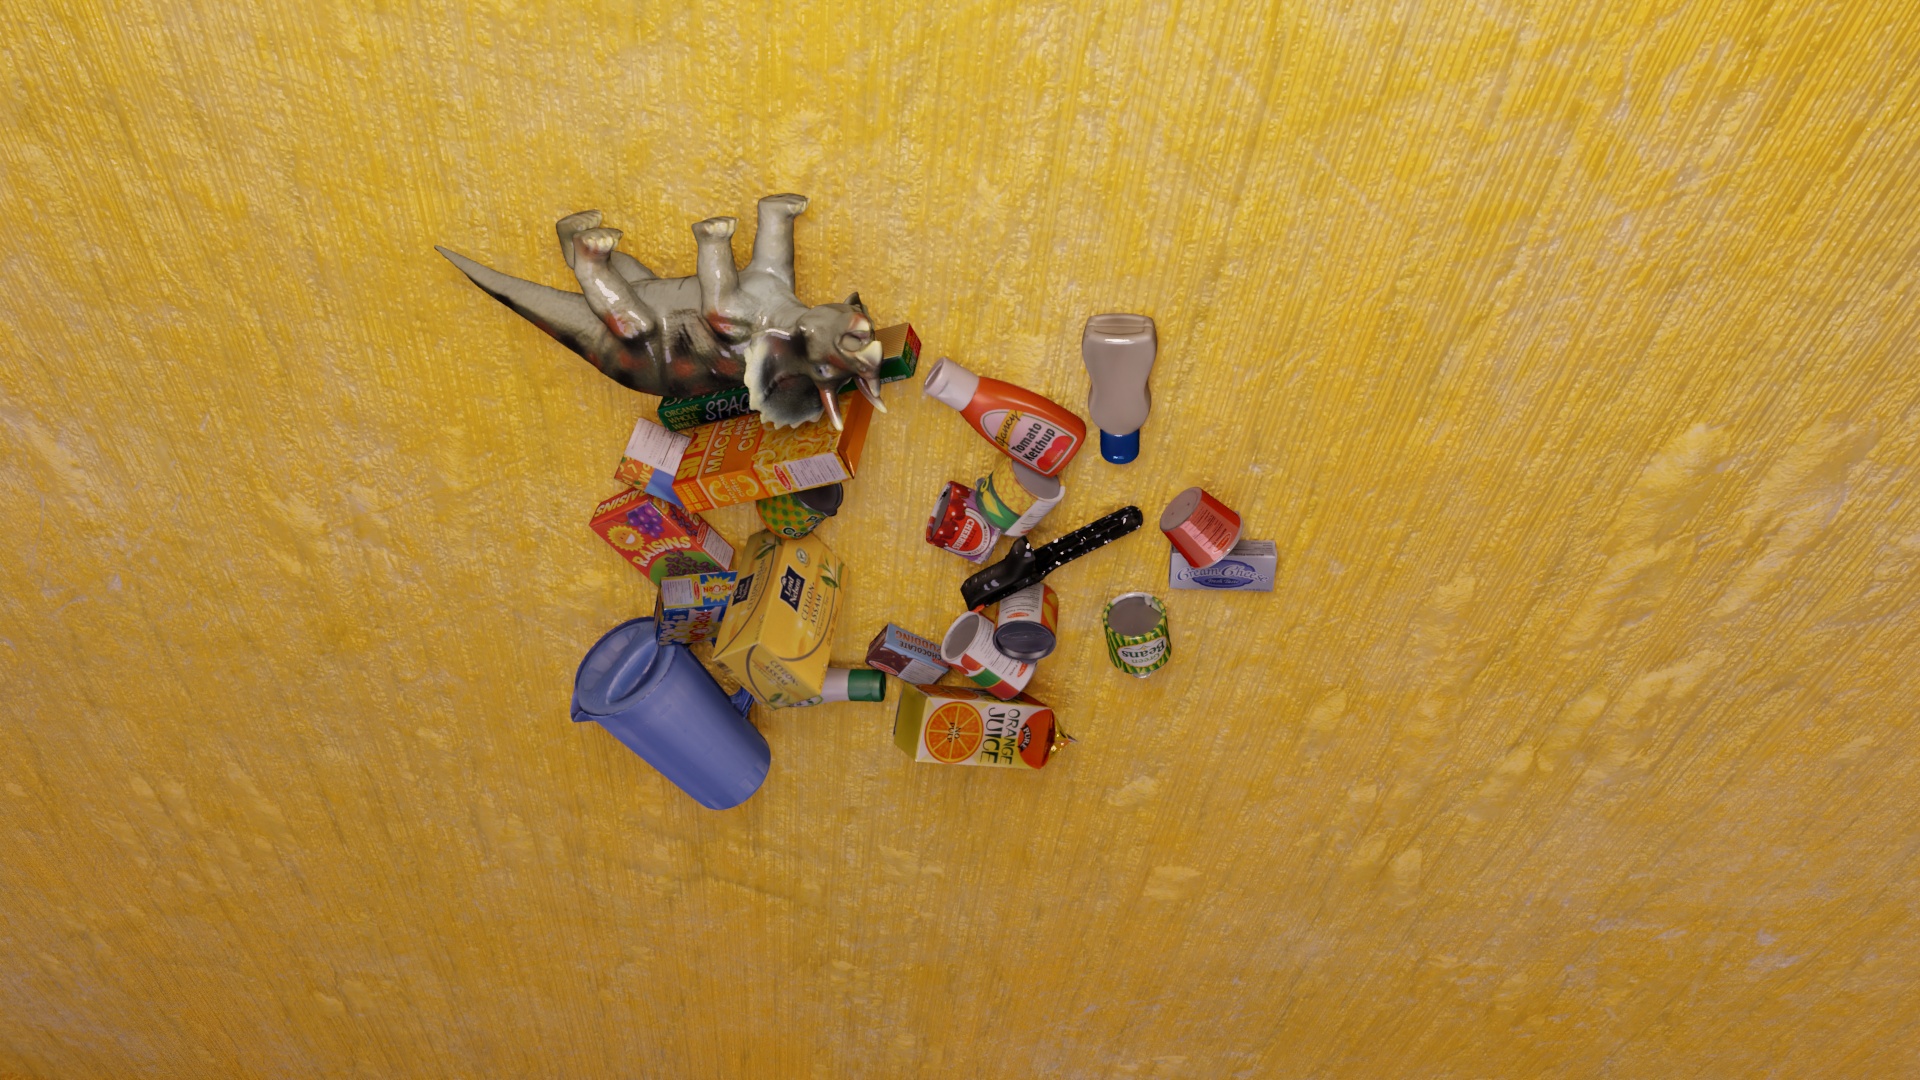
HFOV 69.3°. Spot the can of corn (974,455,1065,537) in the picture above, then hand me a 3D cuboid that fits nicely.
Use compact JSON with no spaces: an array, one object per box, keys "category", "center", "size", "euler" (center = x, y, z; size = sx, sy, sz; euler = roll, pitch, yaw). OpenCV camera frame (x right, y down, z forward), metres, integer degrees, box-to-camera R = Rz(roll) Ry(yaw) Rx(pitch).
[{"category":"can of corn","center":[0.055,-0.048,1.310],"size":[0.071,0.071,0.058],"euler":[27,133,-19]}]

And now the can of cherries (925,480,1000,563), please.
[{"category":"can of cherries","center":[0.005,-0.017,1.344],"size":[0.058,0.072,0.071],"euler":[22,135,-13]}]

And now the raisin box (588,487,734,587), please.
[{"category":"raisin box","center":[-0.307,-0.002,1.431],"size":[0.086,0.040,0.123],"euler":[-21,129,28]}]

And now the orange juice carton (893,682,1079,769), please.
[{"category":"orange juice carton","center":[0.032,0.206,1.533],"size":[0.193,0.072,0.073],"euler":[8,95,-24]}]

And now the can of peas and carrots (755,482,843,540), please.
[{"category":"can of peas and carrots","center":[-0.155,-0.040,1.346],"size":[0.071,0.071,0.058],"euler":[32,133,-23]}]

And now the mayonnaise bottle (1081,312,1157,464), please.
[{"category":"mayonnaise bottle","center":[0.140,-0.132,1.226],"size":[0.065,0.041,0.147],"euler":[2,137,9]}]

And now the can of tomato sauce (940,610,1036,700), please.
[{"category":"can of tomato sauce","center":[0.029,0.123,1.491],"size":[0.083,0.071,0.071],"euler":[36,130,-25]}]

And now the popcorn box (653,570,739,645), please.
[{"category":"popcorn box","center":[-0.275,0.072,1.457],"size":[0.085,0.038,0.126],"euler":[-4,161,-17]}]

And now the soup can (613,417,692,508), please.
[{"category":"soup can","center":[-0.282,-0.072,1.335],"size":[0.084,0.072,0.071],"euler":[23,135,-14]}]

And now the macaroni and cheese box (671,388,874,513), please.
[{"category":"macaroni and cheese box","center":[-0.167,-0.093,1.253],"size":[0.166,0.124,0.040],"euler":[-11,130,19]}]

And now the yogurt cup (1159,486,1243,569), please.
[{"category":"yogurt cup","center":[0.226,-0.014,1.320],"size":[0.054,0.073,0.072],"euler":[41,128,-19]}]

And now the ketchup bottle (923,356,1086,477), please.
[{"category":"ketchup bottle","center":[0.038,-0.115,1.256],"size":[0.149,0.044,0.064],"euler":[28,124,-19]}]

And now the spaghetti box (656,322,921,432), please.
[{"category":"spaghetti box","center":[-0.157,-0.145,1.251],"size":[0.250,0.050,0.028],"euler":[-10,132,19]}]

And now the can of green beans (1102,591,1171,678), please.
[{"category":"can of green beans","center":[0.183,0.096,1.438],"size":[0.071,0.071,0.057],"euler":[-4,135,13]}]

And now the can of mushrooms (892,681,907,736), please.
[{"category":"can of mushrooms","center":[-0.053,0.194,1.576],"size":[0.033,0.071,0.070],"euler":[14,136,-8]}]

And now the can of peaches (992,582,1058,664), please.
[{"category":"can of peaches","center":[0.069,0.085,1.451],"size":[0.071,0.058,0.070],"euler":[4,137,4]}]

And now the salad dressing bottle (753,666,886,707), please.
[{"category":"salad dressing bottle","center":[-0.160,0.163,1.578],"size":[0.148,0.044,0.064],"euler":[0,137,9]}]

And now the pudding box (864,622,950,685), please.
[{"category":"pudding box","center":[-0.057,0.129,1.536],"size":[0.084,0.030,0.049],"euler":[25,135,-17]}]

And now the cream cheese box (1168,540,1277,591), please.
[{"category":"cream cheese box","center":[0.260,0.024,1.382],"size":[0.104,0.024,0.053],"euler":[1,135,7]}]
